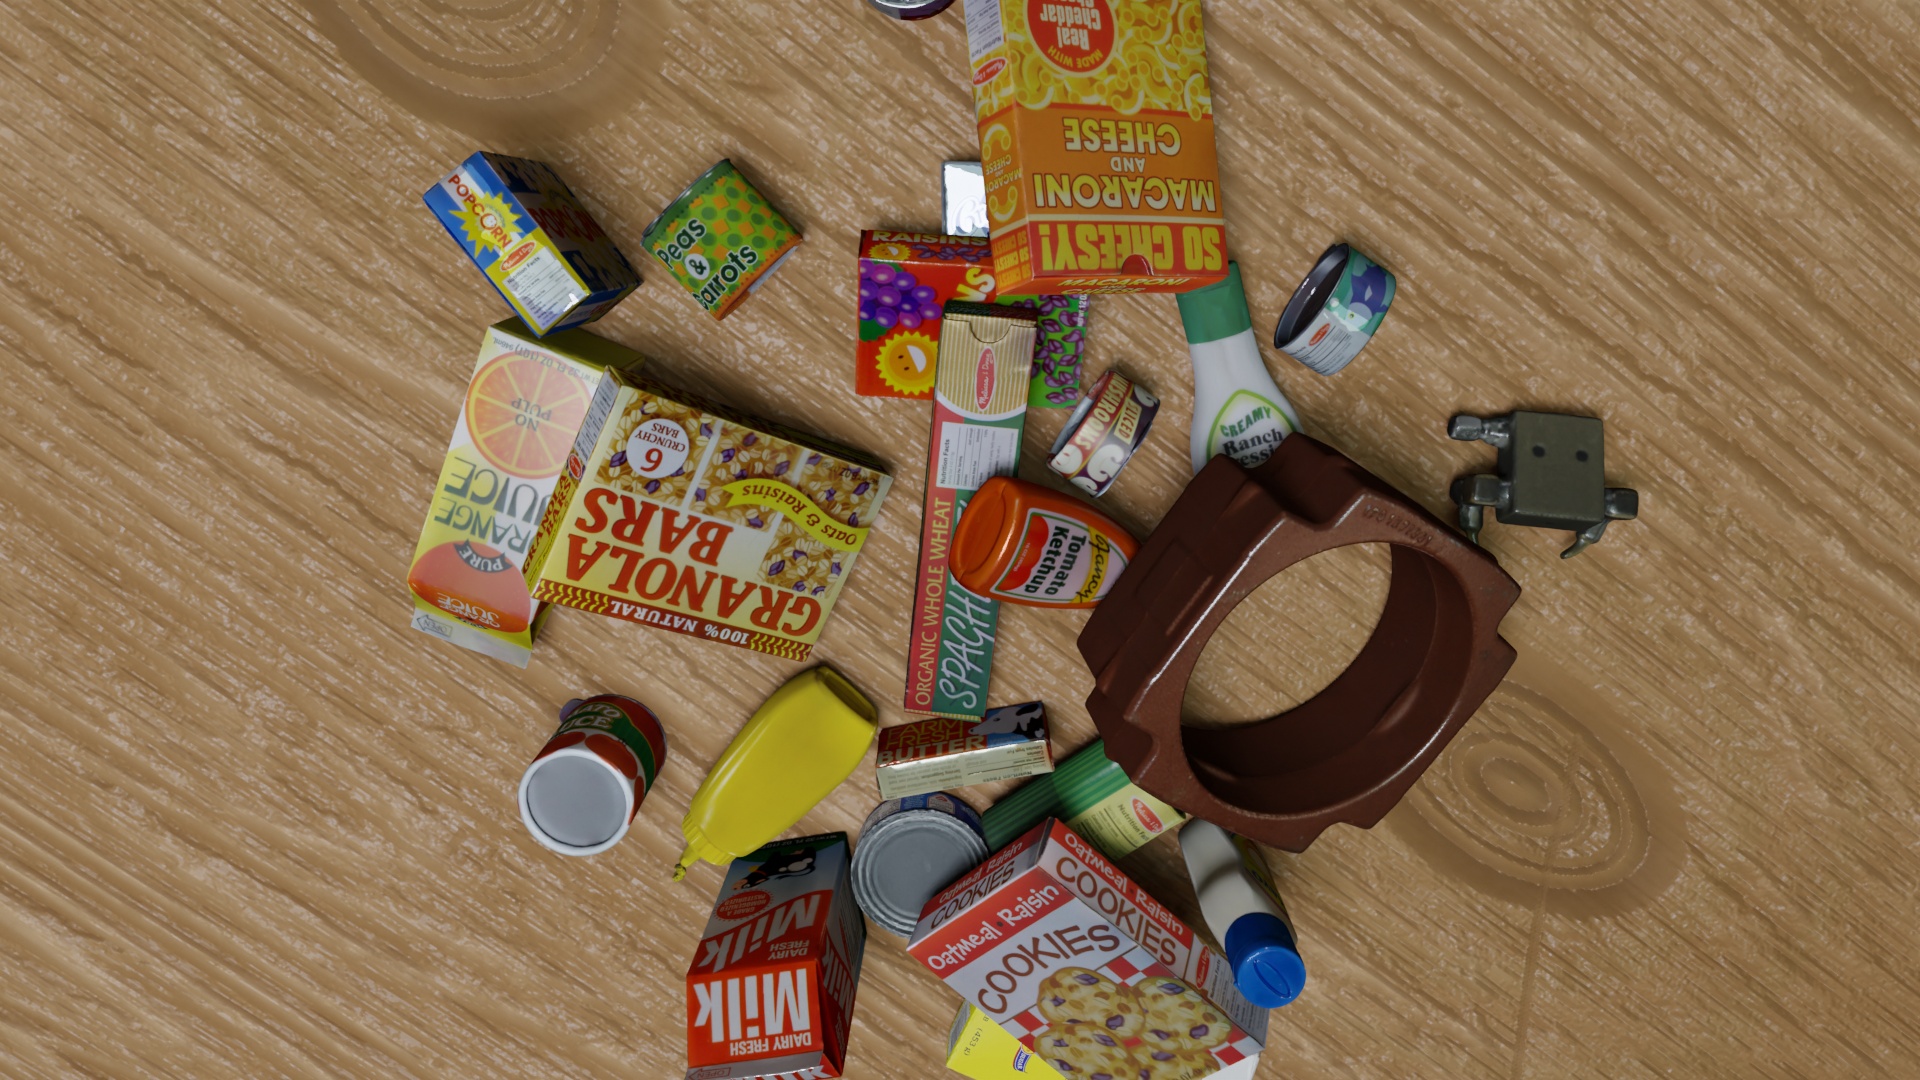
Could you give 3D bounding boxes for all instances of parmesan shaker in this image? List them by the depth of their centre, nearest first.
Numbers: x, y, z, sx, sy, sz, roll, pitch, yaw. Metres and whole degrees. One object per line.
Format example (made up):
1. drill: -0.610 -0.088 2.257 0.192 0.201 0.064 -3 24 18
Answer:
1. parmesan shaker: 0.070 0.160 0.818 0.103 0.071 0.071 -33 101 9

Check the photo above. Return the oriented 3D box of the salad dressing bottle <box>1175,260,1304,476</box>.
1. salad dressing bottle: 0.152 -0.079 0.771 0.064 0.044 0.147 -16 103 3

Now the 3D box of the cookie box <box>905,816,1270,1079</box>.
1. cookie box: 0.071 0.243 0.783 0.167 0.040 0.122 41 126 -9

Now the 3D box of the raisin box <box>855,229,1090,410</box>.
1. raisin box: 0.006 -0.120 0.753 0.123 0.040 0.085 3 127 -1

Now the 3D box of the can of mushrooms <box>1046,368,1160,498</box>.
1. can of mushrooms: 0.079 -0.060 0.763 0.033 0.071 0.071 34 102 -6

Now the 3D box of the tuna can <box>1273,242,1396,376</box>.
1. tuna can: 0.203 -0.126 0.750 0.033 0.071 0.071 31 102 -8

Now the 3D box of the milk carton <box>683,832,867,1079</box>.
1. milk carton: -0.101 0.241 0.776 0.072 0.191 0.073 -9 104 3

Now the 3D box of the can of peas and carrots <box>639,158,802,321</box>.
1. can of peas and carrots: -0.128 -0.159 0.742 0.071 0.071 0.058 -43 100 10

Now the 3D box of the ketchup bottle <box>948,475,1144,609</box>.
1. ketchup bottle: 0.065 0.010 0.759 0.149 0.043 0.064 15 107 -40

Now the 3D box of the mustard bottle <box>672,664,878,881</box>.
1. mustard bottle: -0.120 0.146 0.827 0.065 0.049 0.160 44 101 -9

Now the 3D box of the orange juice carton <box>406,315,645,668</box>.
1. orange juice carton: -0.246 -0.023 0.775 0.072 0.073 0.192 22 103 -5

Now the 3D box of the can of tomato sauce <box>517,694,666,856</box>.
1. can of tomato sauce: -0.214 0.134 0.807 0.071 0.083 0.071 0 104 0

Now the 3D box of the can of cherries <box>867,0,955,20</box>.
1. can of cherries: -0.024 -0.305 0.712 0.071 0.058 0.071 0 103 1

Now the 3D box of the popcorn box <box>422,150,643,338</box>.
1. popcorn box: -0.216 -0.153 0.716 0.038 0.127 0.085 -38 101 6

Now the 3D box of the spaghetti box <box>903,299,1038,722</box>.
1. spaghetti box: 0.003 -0.010 0.768 0.050 0.029 0.248 6 118 -1

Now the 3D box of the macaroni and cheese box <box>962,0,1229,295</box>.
1. macaroni and cheese box: 0.069 -0.209 0.695 0.124 0.040 0.166 -7 90 -30

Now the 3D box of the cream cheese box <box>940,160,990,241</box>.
1. cream cheese box: 0.041 -0.180 0.758 0.104 0.024 0.053 1 104 1

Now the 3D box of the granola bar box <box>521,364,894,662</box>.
1. granola bar box: -0.136 -0.010 0.756 0.165 0.039 0.124 18 104 -34

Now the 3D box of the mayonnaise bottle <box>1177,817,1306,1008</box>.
1. mayonnaise bottle: 0.161 0.208 0.787 0.041 0.148 0.064 -41 100 9

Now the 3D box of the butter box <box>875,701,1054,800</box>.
1. butter box: 0.002 0.123 0.818 0.103 0.053 0.024 -10 107 4
